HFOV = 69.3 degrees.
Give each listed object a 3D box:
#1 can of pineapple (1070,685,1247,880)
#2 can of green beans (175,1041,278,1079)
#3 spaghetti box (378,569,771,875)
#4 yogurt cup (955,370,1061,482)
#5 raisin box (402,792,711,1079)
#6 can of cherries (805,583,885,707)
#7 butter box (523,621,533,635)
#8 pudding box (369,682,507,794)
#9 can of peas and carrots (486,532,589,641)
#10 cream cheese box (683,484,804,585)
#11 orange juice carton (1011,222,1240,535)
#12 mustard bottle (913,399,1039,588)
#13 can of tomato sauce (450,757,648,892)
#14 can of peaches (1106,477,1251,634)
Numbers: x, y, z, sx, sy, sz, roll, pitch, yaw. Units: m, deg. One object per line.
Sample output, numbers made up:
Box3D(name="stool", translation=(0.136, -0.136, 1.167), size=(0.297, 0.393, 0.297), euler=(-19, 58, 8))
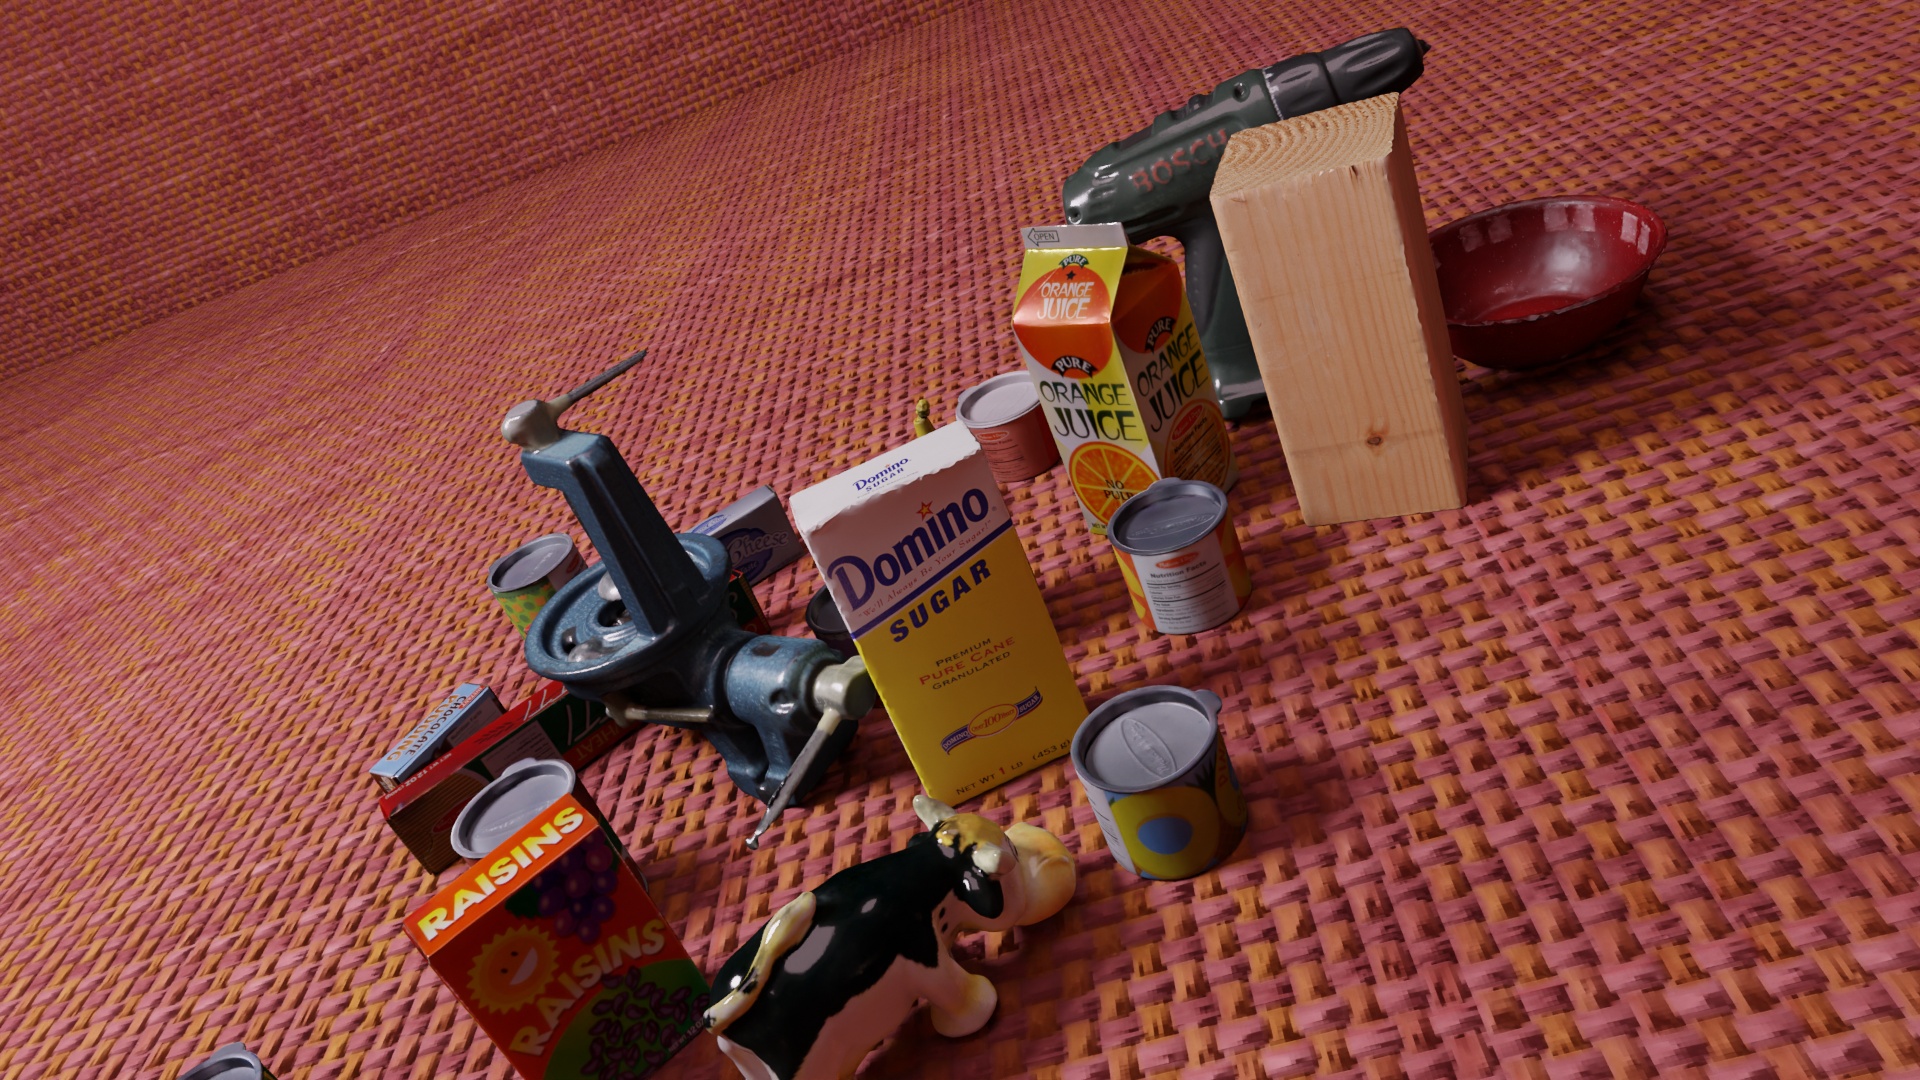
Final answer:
Box3D(name="can of pineapple", translation=(0.091, 0.107, 0.617), size=(0.071, 0.057, 0.071), euler=(-17, 30, 11))
Box3D(name="can of green beans", translation=(-0.333, 0.279, 0.634), size=(0.071, 0.057, 0.071), euler=(-17, 30, 11))
Box3D(name="spaghetti box", translation=(-0.229, 0.105, 0.849), size=(0.251, 0.050, 0.029), euler=(-36, 32, -22))
Box3D(name="yogurt cup", translation=(0.037, -0.077, 0.952), size=(0.072, 0.053, 0.073), euler=(-17, 30, 11))
Box3D(name="raisin box", translation=(-0.170, 0.185, 0.606), size=(0.086, 0.123, 0.040), euler=(-38, 33, -23))
Box3D(name="can of cherries", translation=(-0.046, 0.054, 0.796), size=(0.071, 0.058, 0.072), euler=(-17, 30, 11))
Box3D(name="butter box", translation=(-0.241, 0.049, 0.943), size=(0.024, 0.053, 0.104), euler=(8, 42, 42))
Box3D(name="pudding box", translation=(-0.318, 0.134, 0.864), size=(0.030, 0.049, 0.084), euler=(1, 38, 36))
Box3D(name="can of peas and carrots", translation=(-0.296, 0.038, 0.994), size=(0.071, 0.058, 0.071), euler=(-17, 30, 11))
Box3D(name="cream cheese box", translation=(-0.162, 0.011, 0.950), size=(0.104, 0.053, 0.024), euler=(-32, 31, -15))
Box3D(name="orange juice carton", translation=(0.093, -0.097, 0.808), size=(0.072, 0.192, 0.073), euler=(8, 42, 42))
Box3D(name="mustard bottle", translation=(0.003, -0.010, 0.762), size=(0.049, 0.159, 0.065), euler=(-23, 30, 1))
Box3D(name="can of tomato sauce", translation=(-0.207, 0.163, 0.708), size=(0.071, 0.082, 0.071), euler=(-17, 30, 11))
Box3D(name="can of peaches", translation=(0.120, 0.008, 0.756), size=(0.071, 0.057, 0.071), euler=(-17, 30, 11))
